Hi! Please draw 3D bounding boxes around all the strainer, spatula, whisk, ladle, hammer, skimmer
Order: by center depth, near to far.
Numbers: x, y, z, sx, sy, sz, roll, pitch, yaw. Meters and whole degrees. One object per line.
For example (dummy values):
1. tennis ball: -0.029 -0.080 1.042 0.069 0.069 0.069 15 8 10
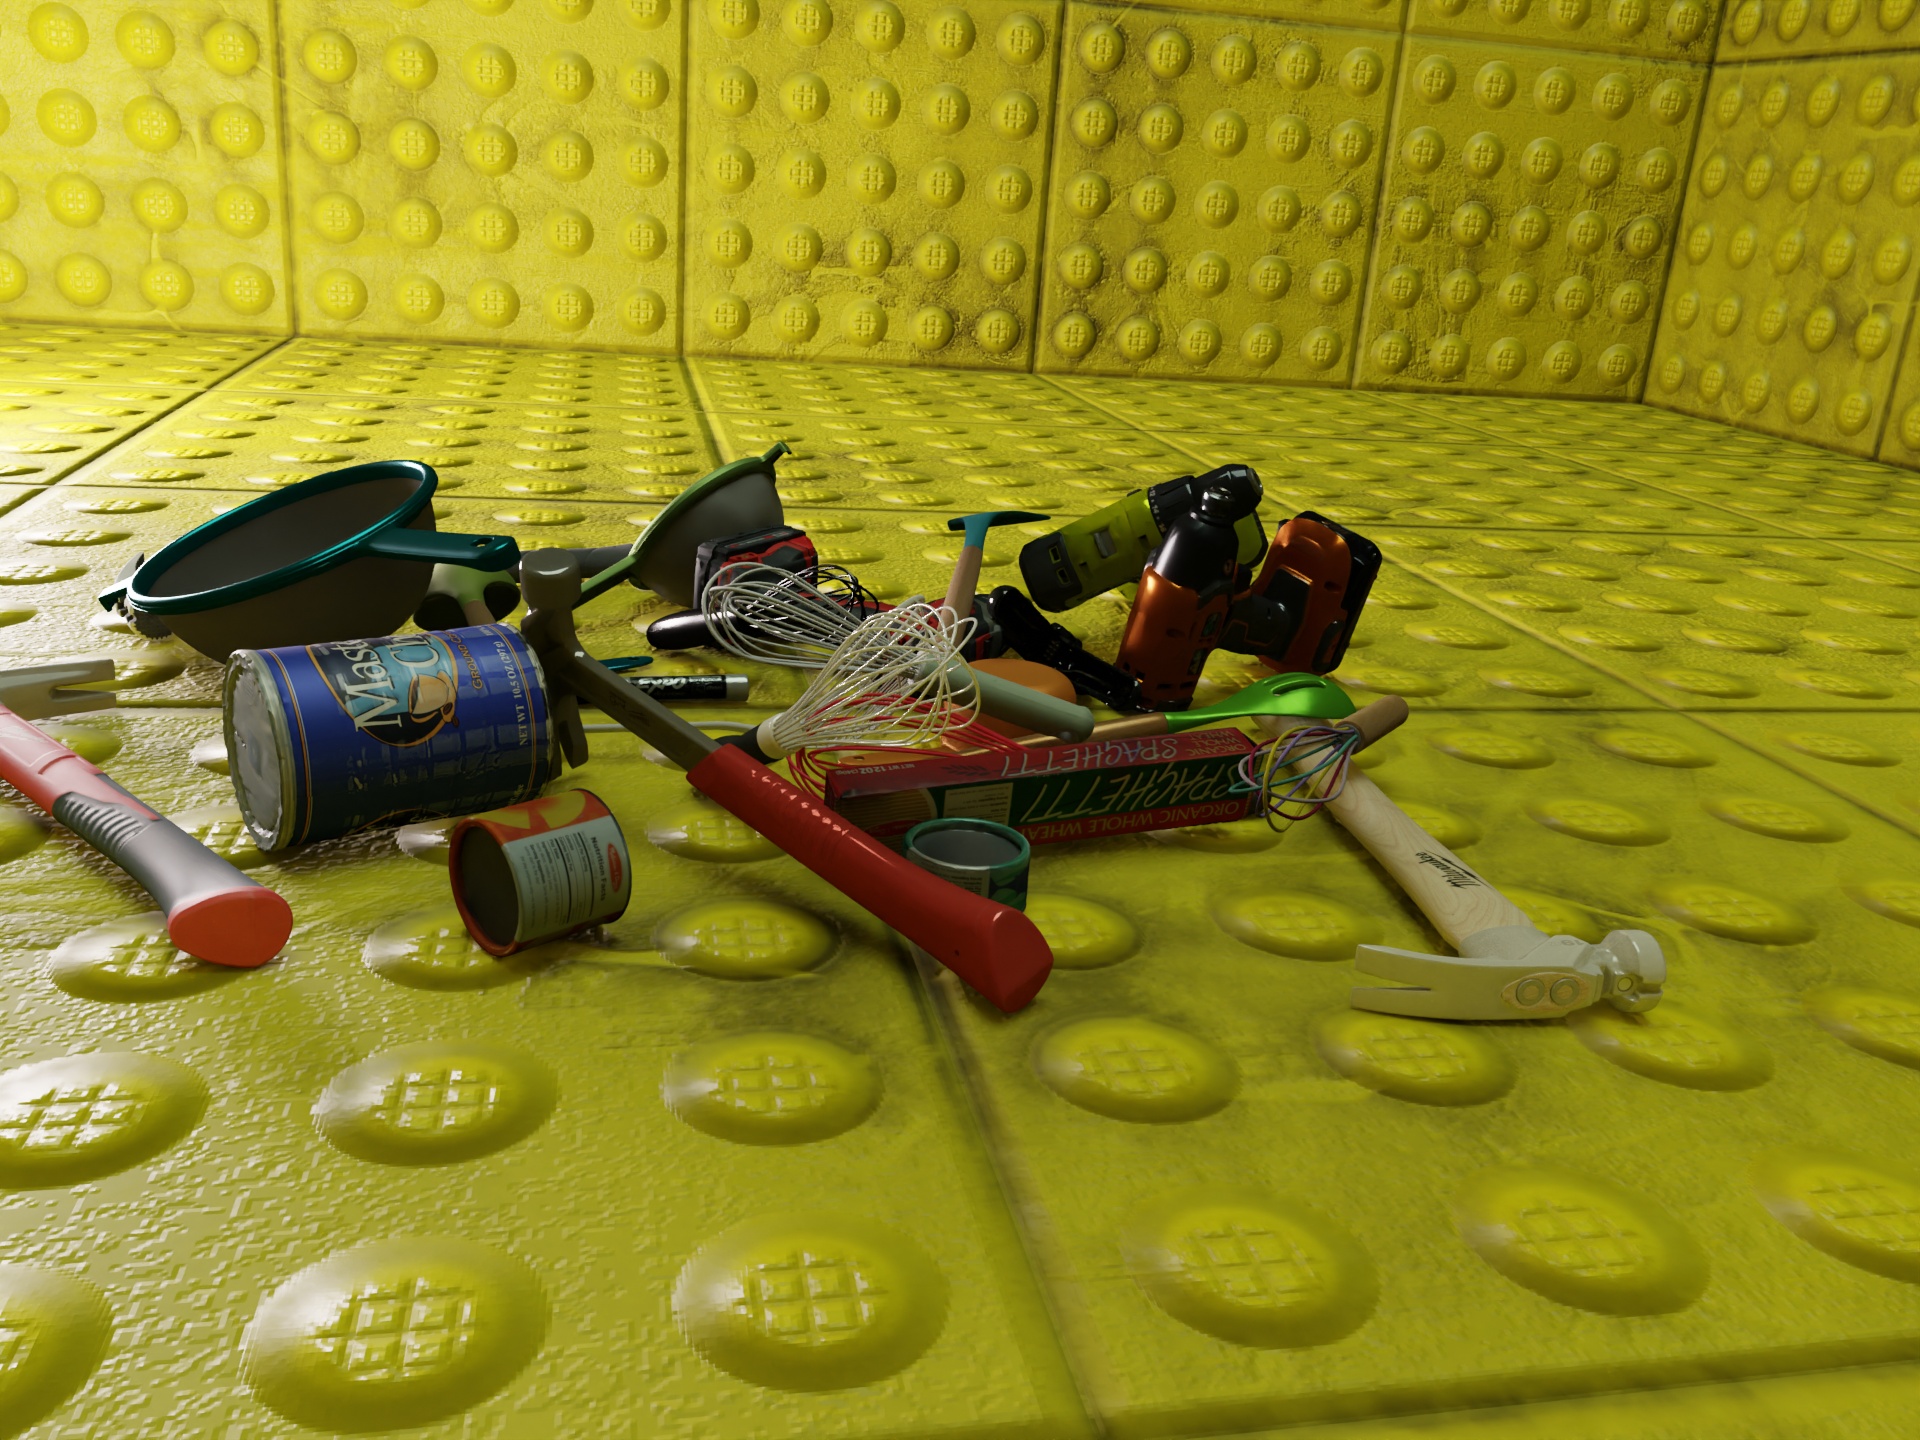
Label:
1. hammer: -0.103 0.045 0.800 0.359 0.149 0.037 31 45 31
2. whisk: -0.078 0.001 0.818 0.070 0.070 0.284 -10 -8 -35
3. hammer: -0.436 0.037 0.819 0.387 0.038 0.143 20 22 38
4. hammer: 0.230 0.057 0.915 0.146 0.038 0.411 0 19 -7
5. whisk: 0.215 0.018 0.918 0.051 0.047 0.245 -29 -5 32
6. whisk: -0.032 -0.033 0.922 0.246 0.059 0.058 19 -23 -17
7. whisk: 0.044 0.030 0.924 0.295 0.073 0.073 6 18 -14
8. skimmer: -0.196 -0.025 0.973 0.363 0.090 0.127 -3 -13 -12
9. strainer: -0.390 -0.086 1.045 0.340 0.095 0.211 8 37 36
10. ladle: -0.314 -0.055 1.046 0.078 0.062 0.320 -14 21 -18
11. whisk: -0.146 -0.071 1.110 0.239 0.055 0.055 -5 7 44
12. spatula: 0.009 -0.097 1.128 0.082 0.044 0.318 -4 29 11
13. strainer: -0.225 -0.112 1.250 0.069 0.151 0.256 48 53 6
14. hammer: -0.449 -0.115 1.267 0.408 0.036 0.149 -8 22 -34

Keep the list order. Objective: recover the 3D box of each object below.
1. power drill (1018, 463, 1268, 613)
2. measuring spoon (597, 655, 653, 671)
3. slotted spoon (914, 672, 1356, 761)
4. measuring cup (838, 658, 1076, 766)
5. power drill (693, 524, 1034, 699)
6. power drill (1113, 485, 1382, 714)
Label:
1. power drill: 0.171 -0.148 1.285 0.190 0.080 0.228 -23 -5 23
2. measuring spoon: -0.276 -0.043 1.110 0.128 0.021 0.042 -9 23 -31
3. slotted spoon: 0.103 0.007 0.989 0.313 0.031 0.070 -11 17 -16
4. measuring cup: -0.002 -0.003 1.008 0.173 0.052 0.095 -7 22 -36
5. power drill: -0.068 -0.083 1.200 0.227 0.080 0.188 17 23 26
6. power drill: 0.212 -0.096 1.160 0.226 0.164 0.084 -12 37 -44
